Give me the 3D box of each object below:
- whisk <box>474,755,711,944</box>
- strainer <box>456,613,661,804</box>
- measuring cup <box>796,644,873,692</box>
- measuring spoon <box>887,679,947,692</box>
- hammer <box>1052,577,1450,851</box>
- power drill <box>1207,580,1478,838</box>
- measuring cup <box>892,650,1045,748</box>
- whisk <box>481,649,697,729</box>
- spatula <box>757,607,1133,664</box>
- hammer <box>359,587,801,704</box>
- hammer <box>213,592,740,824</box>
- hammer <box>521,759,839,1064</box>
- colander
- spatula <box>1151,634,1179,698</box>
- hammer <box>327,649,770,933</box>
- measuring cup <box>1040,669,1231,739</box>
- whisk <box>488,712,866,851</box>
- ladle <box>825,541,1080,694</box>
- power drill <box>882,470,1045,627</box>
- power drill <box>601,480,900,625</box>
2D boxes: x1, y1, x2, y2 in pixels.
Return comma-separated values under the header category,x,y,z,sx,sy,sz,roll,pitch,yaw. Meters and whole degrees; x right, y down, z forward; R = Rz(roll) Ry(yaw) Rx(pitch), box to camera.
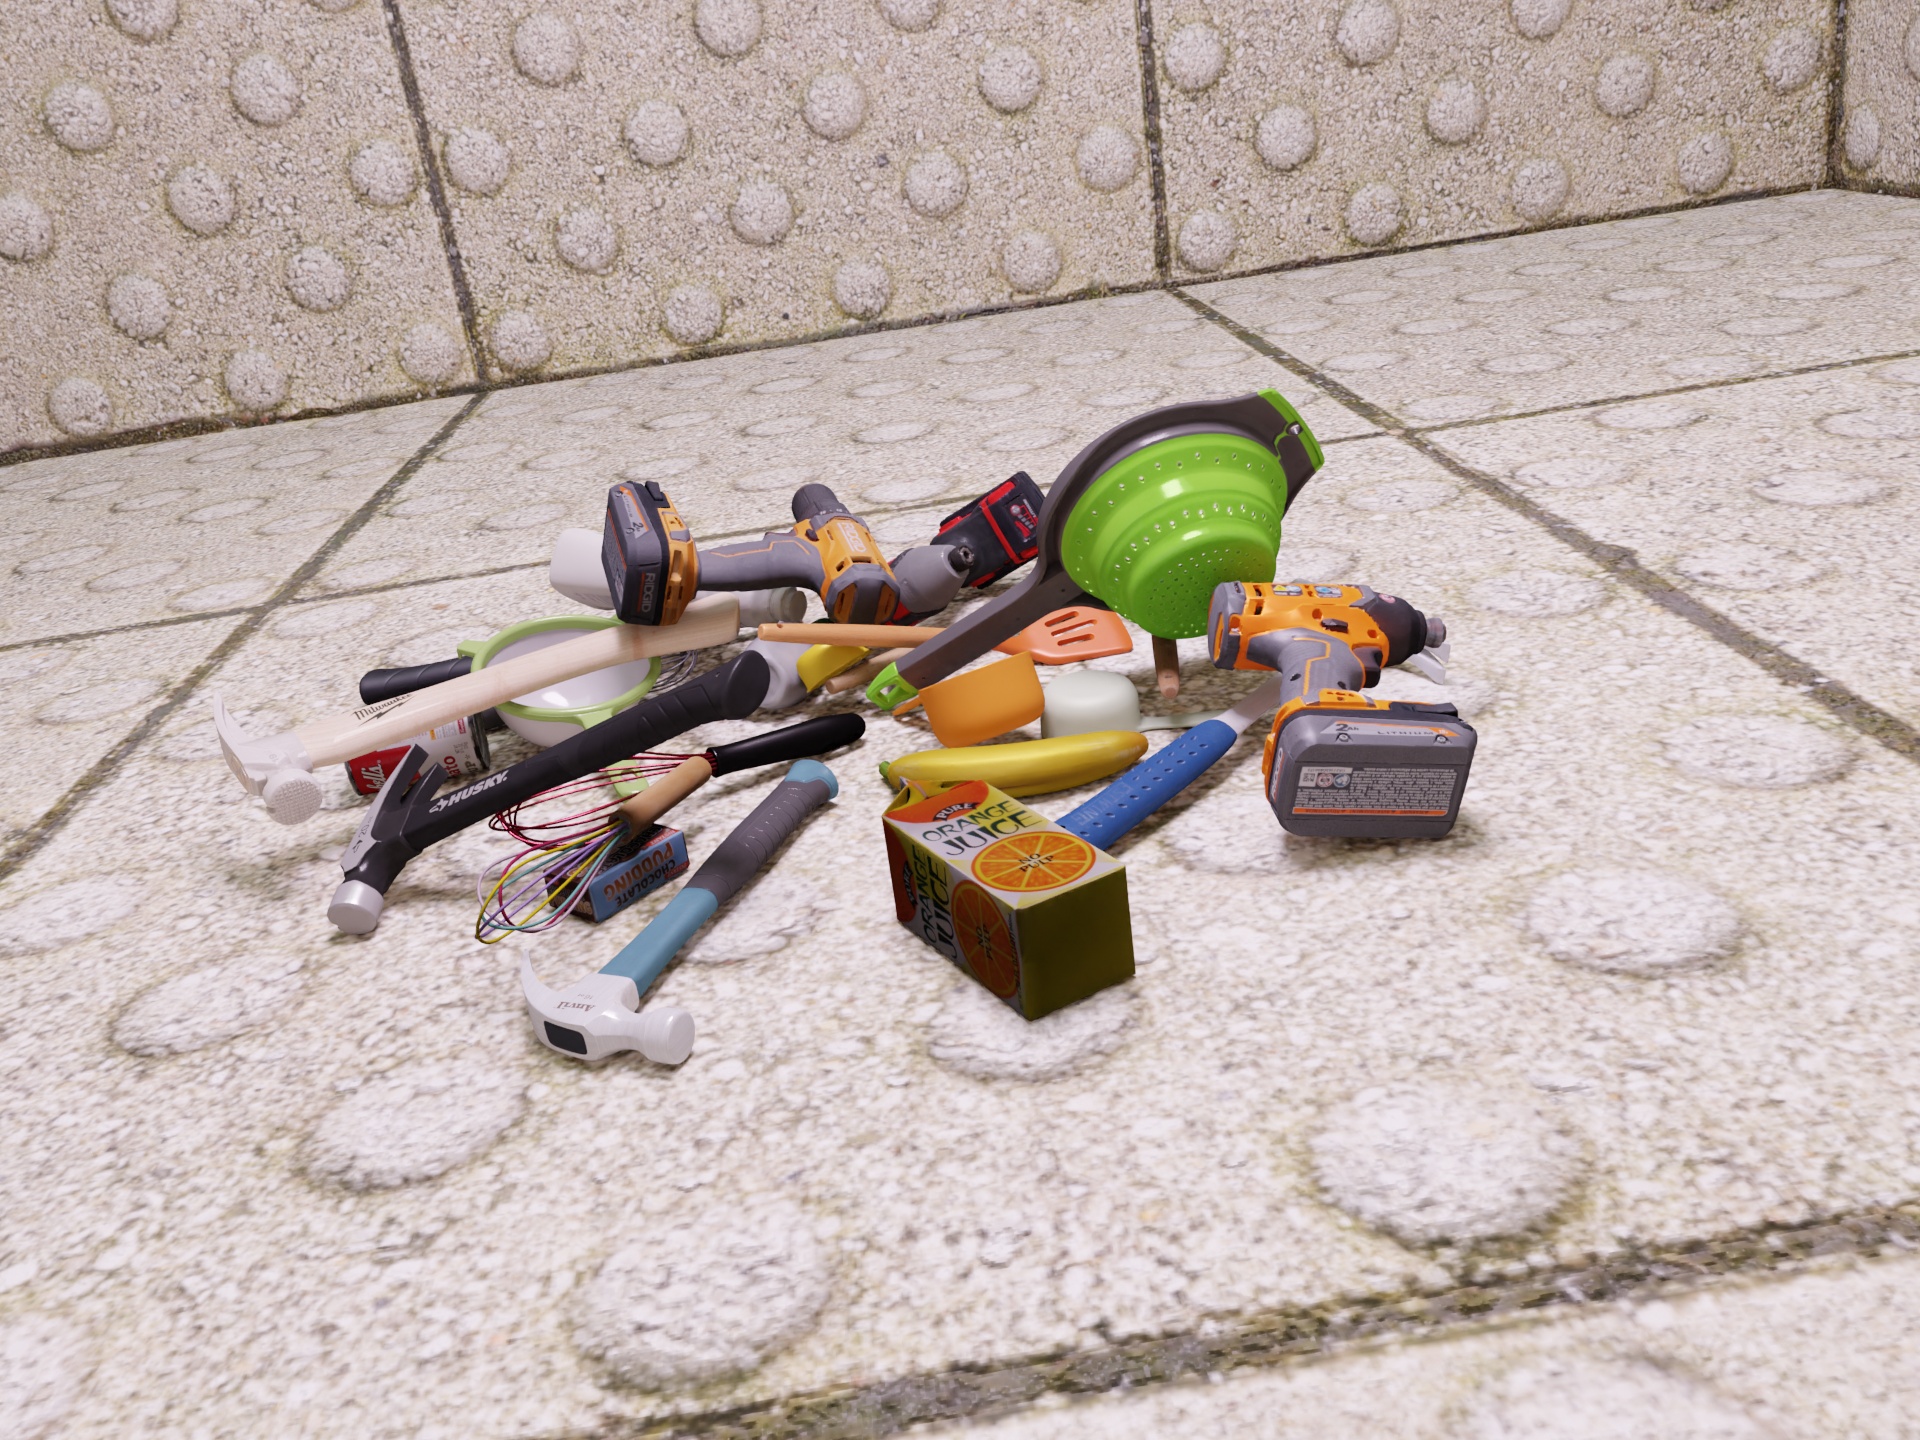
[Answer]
category,x,y,z,sx,sy,sz,roll,pitch,yaw
whisk,-0.227,0.074,1.013,0.051,0.047,0.245,-3,20,25
strainer,-0.297,0.007,1.272,0.151,0.069,0.257,-13,40,-25
measuring cup,-0.099,-0.057,1.327,0.062,0.029,0.156,-34,2,11
measuring spoon,-0.003,-0.036,1.303,0.124,0.018,0.034,-2,23,21
hammer,0.192,0.004,1.102,0.144,0.035,0.405,25,41,34
power drill,0.259,-0.019,1.040,0.164,0.084,0.227,1,33,-3
measuring cup,-0.002,-0.004,1.196,0.095,0.052,0.173,-20,-2,-31
whisk,-0.344,-0.029,1.376,0.239,0.055,0.055,-18,24,-13
spatula,-0.011,-0.074,1.286,0.322,0.041,0.081,0,43,-31
hammer,-0.348,-0.064,1.474,0.409,0.036,0.149,-11,24,-4
hammer,-0.355,-0.035,1.233,0.410,0.038,0.146,-22,42,-34
hammer,-0.158,0.107,1.004,0.128,0.033,0.331,2,25,21
colander,0.099,-0.086,1.190,0.397,0.204,0.095,-31,52,19
spatula,0.165,-0.071,1.284,0.082,0.044,0.318,-3,22,7
hammer,-0.266,0.028,1.034,0.335,0.035,0.146,-23,37,22
measuring cup,0.140,-0.014,1.177,0.167,0.038,0.083,-4,23,13
whisk,-0.198,0.035,1.155,0.295,0.073,0.073,-15,23,-30
ladle,0.004,-0.089,1.356,0.320,0.062,0.078,-25,-5,-39
power drill,-0.004,-0.145,1.430,0.143,0.078,0.220,-27,7,39
power drill,-0.179,-0.147,1.322,0.226,0.084,0.186,0,36,-23
